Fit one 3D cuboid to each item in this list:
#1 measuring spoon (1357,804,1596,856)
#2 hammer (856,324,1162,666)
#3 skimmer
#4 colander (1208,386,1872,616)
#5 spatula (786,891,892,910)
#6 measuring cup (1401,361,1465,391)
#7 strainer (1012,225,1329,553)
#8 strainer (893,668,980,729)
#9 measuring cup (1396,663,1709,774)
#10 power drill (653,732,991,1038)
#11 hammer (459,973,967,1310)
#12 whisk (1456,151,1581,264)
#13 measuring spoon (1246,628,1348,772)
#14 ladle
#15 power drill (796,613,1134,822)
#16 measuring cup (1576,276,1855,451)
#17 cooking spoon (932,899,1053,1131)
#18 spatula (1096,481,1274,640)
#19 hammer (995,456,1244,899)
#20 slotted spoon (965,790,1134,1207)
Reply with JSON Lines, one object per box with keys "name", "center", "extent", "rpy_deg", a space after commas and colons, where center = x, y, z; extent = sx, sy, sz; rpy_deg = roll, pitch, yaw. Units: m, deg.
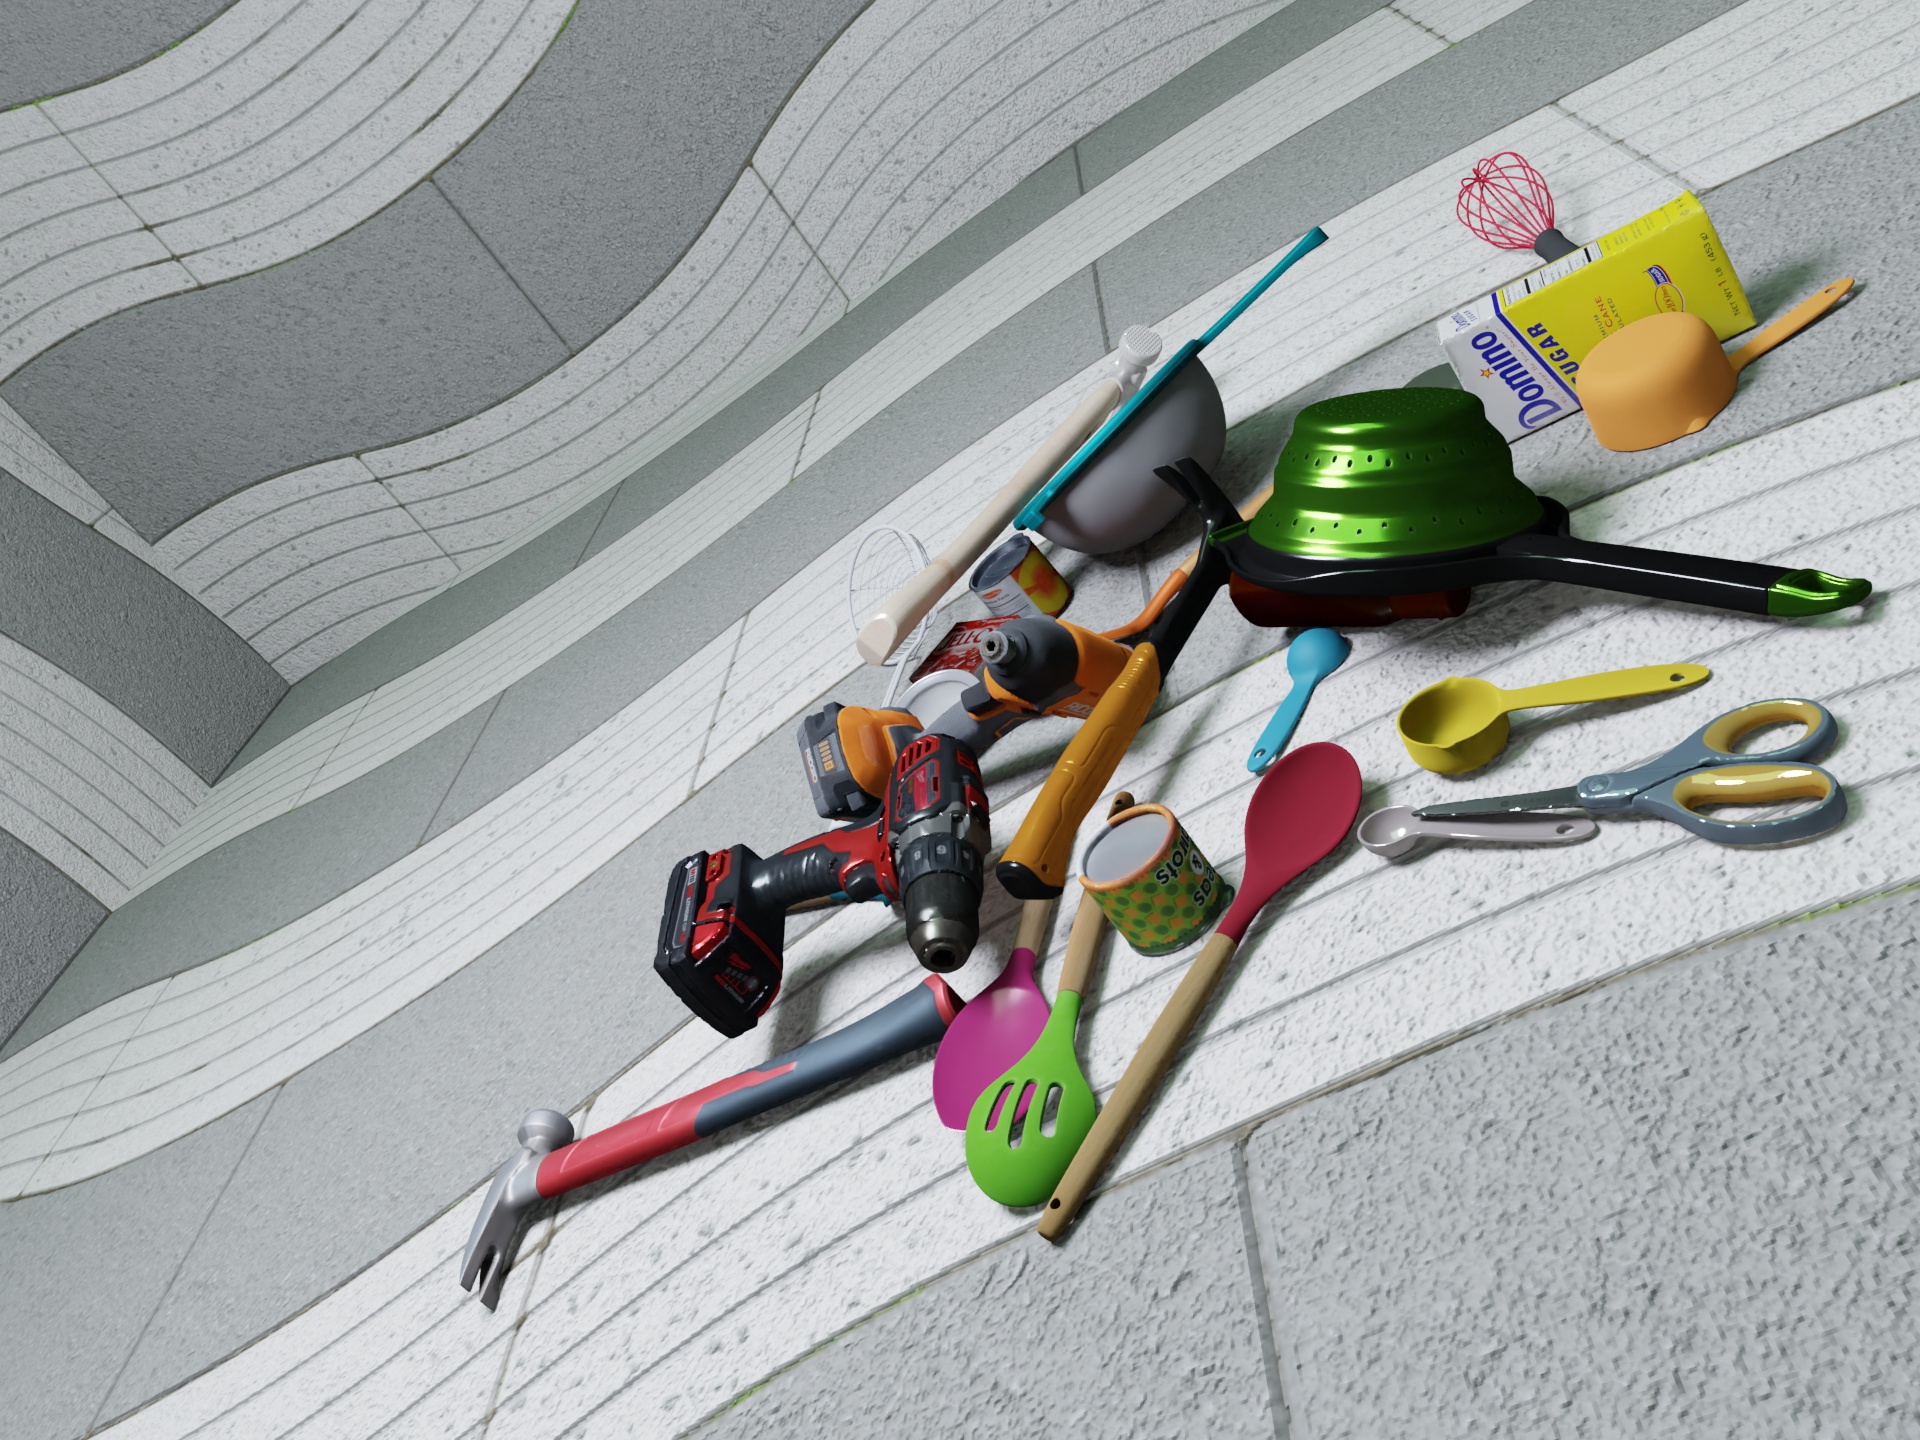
{"name": "measuring spoon", "center": [0.260, 0.059, 0.804], "extent": [0.124, 0.018, 0.034], "rpy_deg": [-3, 34, 43]}
{"name": "hammer", "center": [0.042, -0.188, 1.410], "extent": [0.411, 0.038, 0.146], "rpy_deg": [-49, -8, -28]}
{"name": "skimmer", "center": [-0.087, -0.035, 1.359], "extent": [0.127, 0.090, 0.364], "rpy_deg": [-55, 12, 38]}
{"name": "colander", "center": [0.309, -0.131, 0.903], "extent": [0.204, 0.094, 0.397], "rpy_deg": [-21, 23, -31]}
{"name": "spatula", "center": [-0.117, 0.121, 1.179], "extent": [0.317, 0.044, 0.082], "rpy_deg": [-16, 38, 42]}
{"name": "measuring cup", "center": [0.385, -0.256, 1.152], "extent": [0.167, 0.038, 0.083], "rpy_deg": [-36, 24, 10]}
{"name": "strainer", "center": [0.193, -0.249, 1.296], "extent": [0.340, 0.095, 0.211], "rpy_deg": [-44, 3, 8]}
{"name": "strainer", "center": [0.042, -0.012, 1.202], "extent": [0.258, 0.050, 0.087], "rpy_deg": [-14, 52, 32]}
{"name": "measuring cup", "center": [0.311, -0.003, 0.837], "extent": [0.156, 0.029, 0.062], "rpy_deg": [-10, 34, 26]}
{"name": "power drill", "center": [-0.080, 0.117, 1.007], "extent": [0.226, 0.080, 0.188], "rpy_deg": [-28, 32, 17]}
{"name": "hammer", "center": [-0.158, 0.256, 1.003], "extent": [0.386, 0.038, 0.143], "rpy_deg": [-27, 27, 24]}
{"name": "whisk", "center": [0.460, -0.386, 1.265], "extent": [0.073, 0.073, 0.296], "rpy_deg": [-31, 32, 17]}
{"name": "measuring spoon", "center": [0.205, -0.017, 0.999], "extent": [0.042, 0.021, 0.129], "rpy_deg": [-10, 34, 47]}
{"name": "ladle", "center": [0.127, 0.136, 0.834], "extent": [0.069, 0.031, 0.315], "rpy_deg": [7, 51, 47]}
{"name": "power drill", "center": [-0.002, -0.004, 1.106], "extent": [0.226, 0.164, 0.084], "rpy_deg": [-27, 69, 26]}
{"name": "measuring cup", "center": [0.467, -0.239, 0.990], "extent": [0.173, 0.052, 0.095], "rpy_deg": [-35, 24, 13]}
{"name": "cooking spoon", "center": [0.044, 0.126, 0.973], "extent": [0.069, 0.017, 0.319], "rpy_deg": [-5, 35, 20]}
{"name": "spatula", "center": [0.182, -0.133, 1.216], "extent": [0.322, 0.041, 0.081], "rpy_deg": [-41, 7, -9]}
{"name": "hammer", "center": [0.108, -0.024, 1.025], "extent": [0.034, 0.127, 0.337], "rpy_deg": [-12, 36, 48]}
{"name": "slotted spoon", "center": [0.065, 0.140, 0.907], "extent": [0.070, 0.031, 0.314], "rpy_deg": [-3, 35, 20]}
